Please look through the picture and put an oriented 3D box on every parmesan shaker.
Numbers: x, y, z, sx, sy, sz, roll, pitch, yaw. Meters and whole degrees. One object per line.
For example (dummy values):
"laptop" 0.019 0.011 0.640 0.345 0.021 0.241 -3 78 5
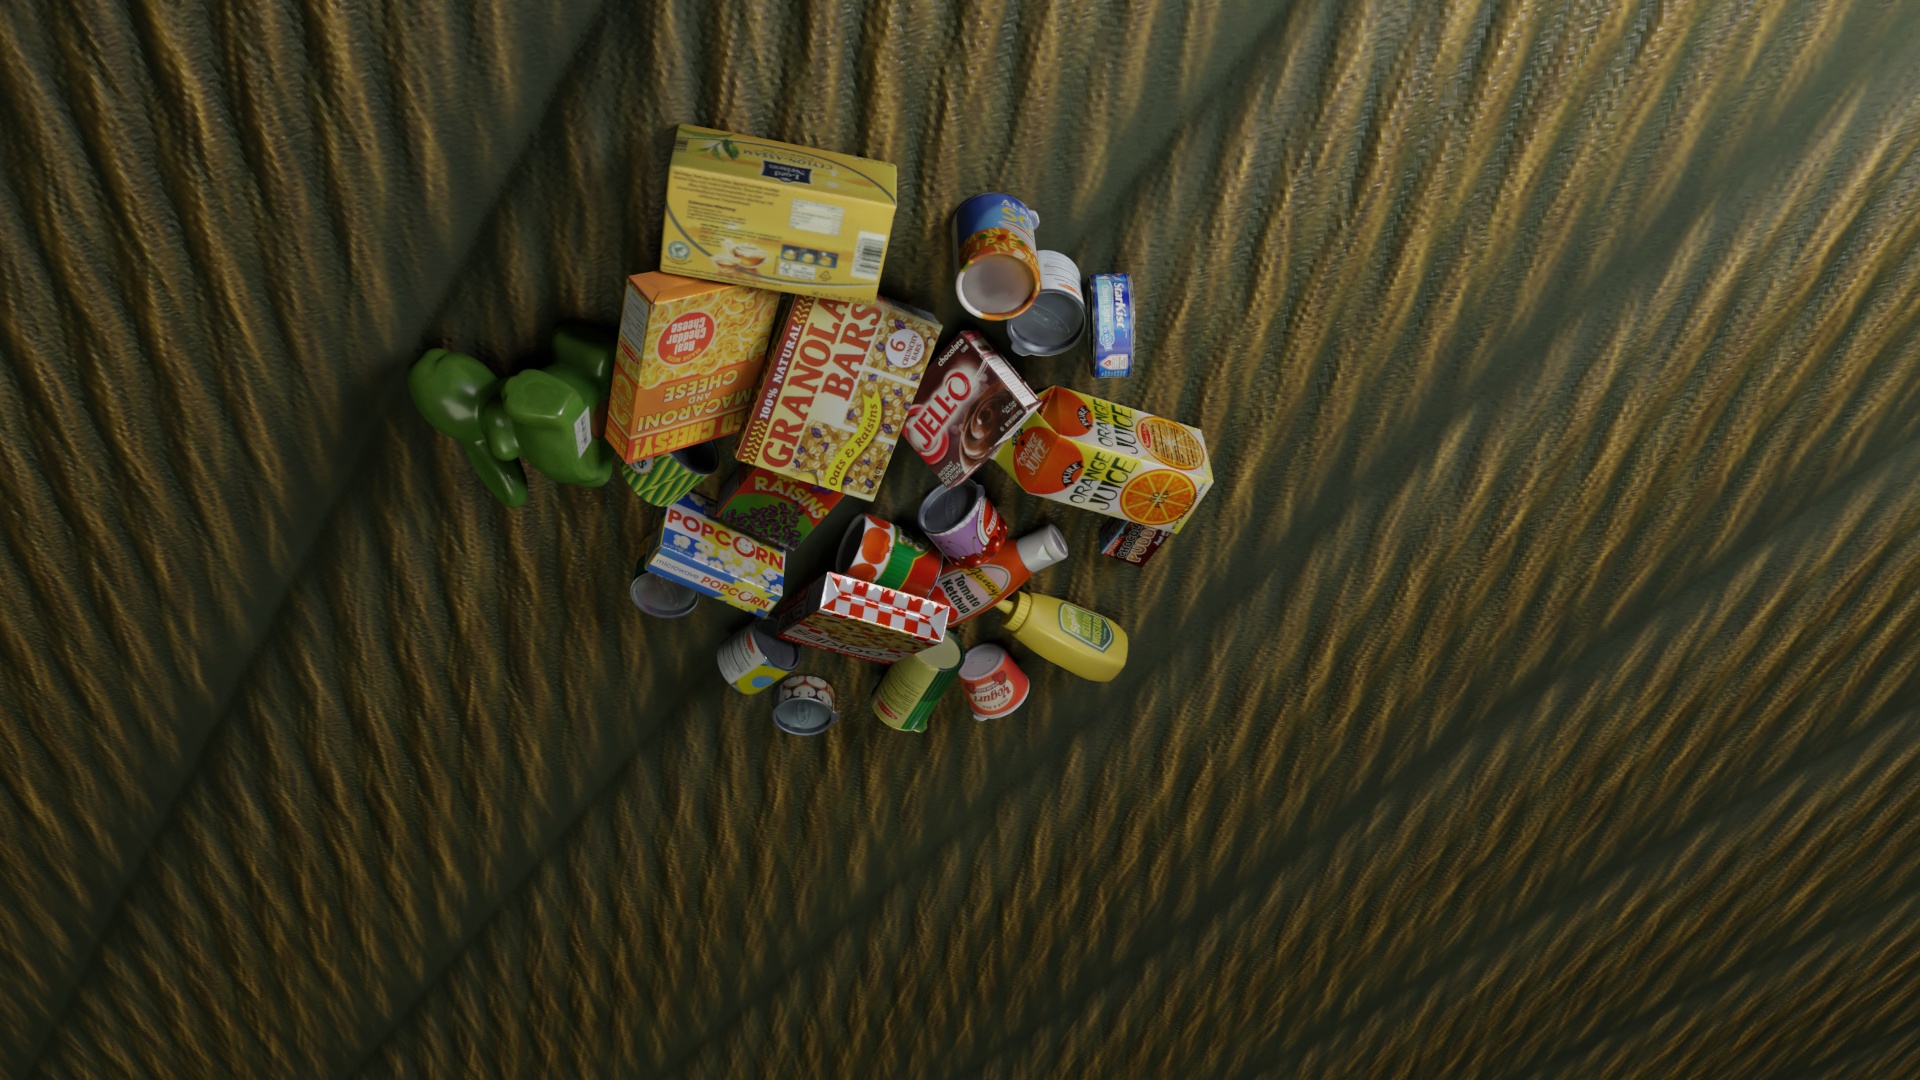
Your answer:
"parmesan shaker" -0.042 0.144 1.448 0.071 0.072 0.102 17 131 -18

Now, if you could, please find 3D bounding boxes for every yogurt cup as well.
"yogurt cup" 0.032 0.144 1.458 0.072 0.073 0.053 -19 124 15

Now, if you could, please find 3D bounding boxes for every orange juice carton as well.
"orange juice carton" 0.120 -0.076 1.238 0.193 0.073 0.071 15 132 -16

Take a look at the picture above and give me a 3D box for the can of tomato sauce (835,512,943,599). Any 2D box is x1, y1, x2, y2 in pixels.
"can of tomato sauce" -0.067 0.016 1.325 0.083 0.071 0.071 22 130 -21

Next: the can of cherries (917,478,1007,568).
"can of cherries" 0.005 -0.016 1.295 0.071 0.072 0.058 -24 131 19

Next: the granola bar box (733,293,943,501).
"granola bar box" -0.103 -0.127 1.155 0.124 0.039 0.165 17 106 -19

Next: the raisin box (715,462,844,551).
"raisin box" -0.156 -0.054 1.270 0.086 0.040 0.123 28 126 -26

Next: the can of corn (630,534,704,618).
"can of corn" -0.277 0.031 1.332 0.071 0.058 0.070 -1 134 -1

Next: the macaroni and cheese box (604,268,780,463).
"macaroni and cheese box" -0.218 -0.149 1.130 0.124 0.040 0.165 -21 147 -37

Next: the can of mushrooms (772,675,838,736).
"can of mushrooms" -0.167 0.179 1.501 0.071 0.034 0.070 -1 134 -1

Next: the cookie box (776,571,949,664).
"cookie box" -0.098 0.080 1.349 0.123 0.040 0.167 17 162 -18

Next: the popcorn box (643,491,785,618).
"popcorn box" -0.226 0.010 1.295 0.126 0.085 0.038 25 127 -25

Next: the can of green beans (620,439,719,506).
"can of green beans" -0.257 -0.072 1.228 0.057 0.071 0.071 -34 127 27

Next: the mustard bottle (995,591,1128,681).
"mustard bottle" 0.093 0.089 1.408 0.160 0.066 0.048 25 131 -16

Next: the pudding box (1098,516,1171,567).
"pudding box" 0.174 -0.016 1.330 0.049 0.030 0.083 20 130 -20

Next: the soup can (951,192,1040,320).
"soup can" 0.030 -0.222 1.083 0.071 0.084 0.071 -2 134 -2

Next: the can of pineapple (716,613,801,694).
"can of pineapple" -0.204 0.116 1.415 0.057 0.071 0.071 -34 127 27

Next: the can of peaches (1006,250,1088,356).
"can of peaches" 0.067 -0.193 1.133 0.071 0.058 0.070 -2 135 -2

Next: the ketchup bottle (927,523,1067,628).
"ketchup bottle" 0.032 0.030 1.356 0.148 0.044 0.064 -27 109 20
